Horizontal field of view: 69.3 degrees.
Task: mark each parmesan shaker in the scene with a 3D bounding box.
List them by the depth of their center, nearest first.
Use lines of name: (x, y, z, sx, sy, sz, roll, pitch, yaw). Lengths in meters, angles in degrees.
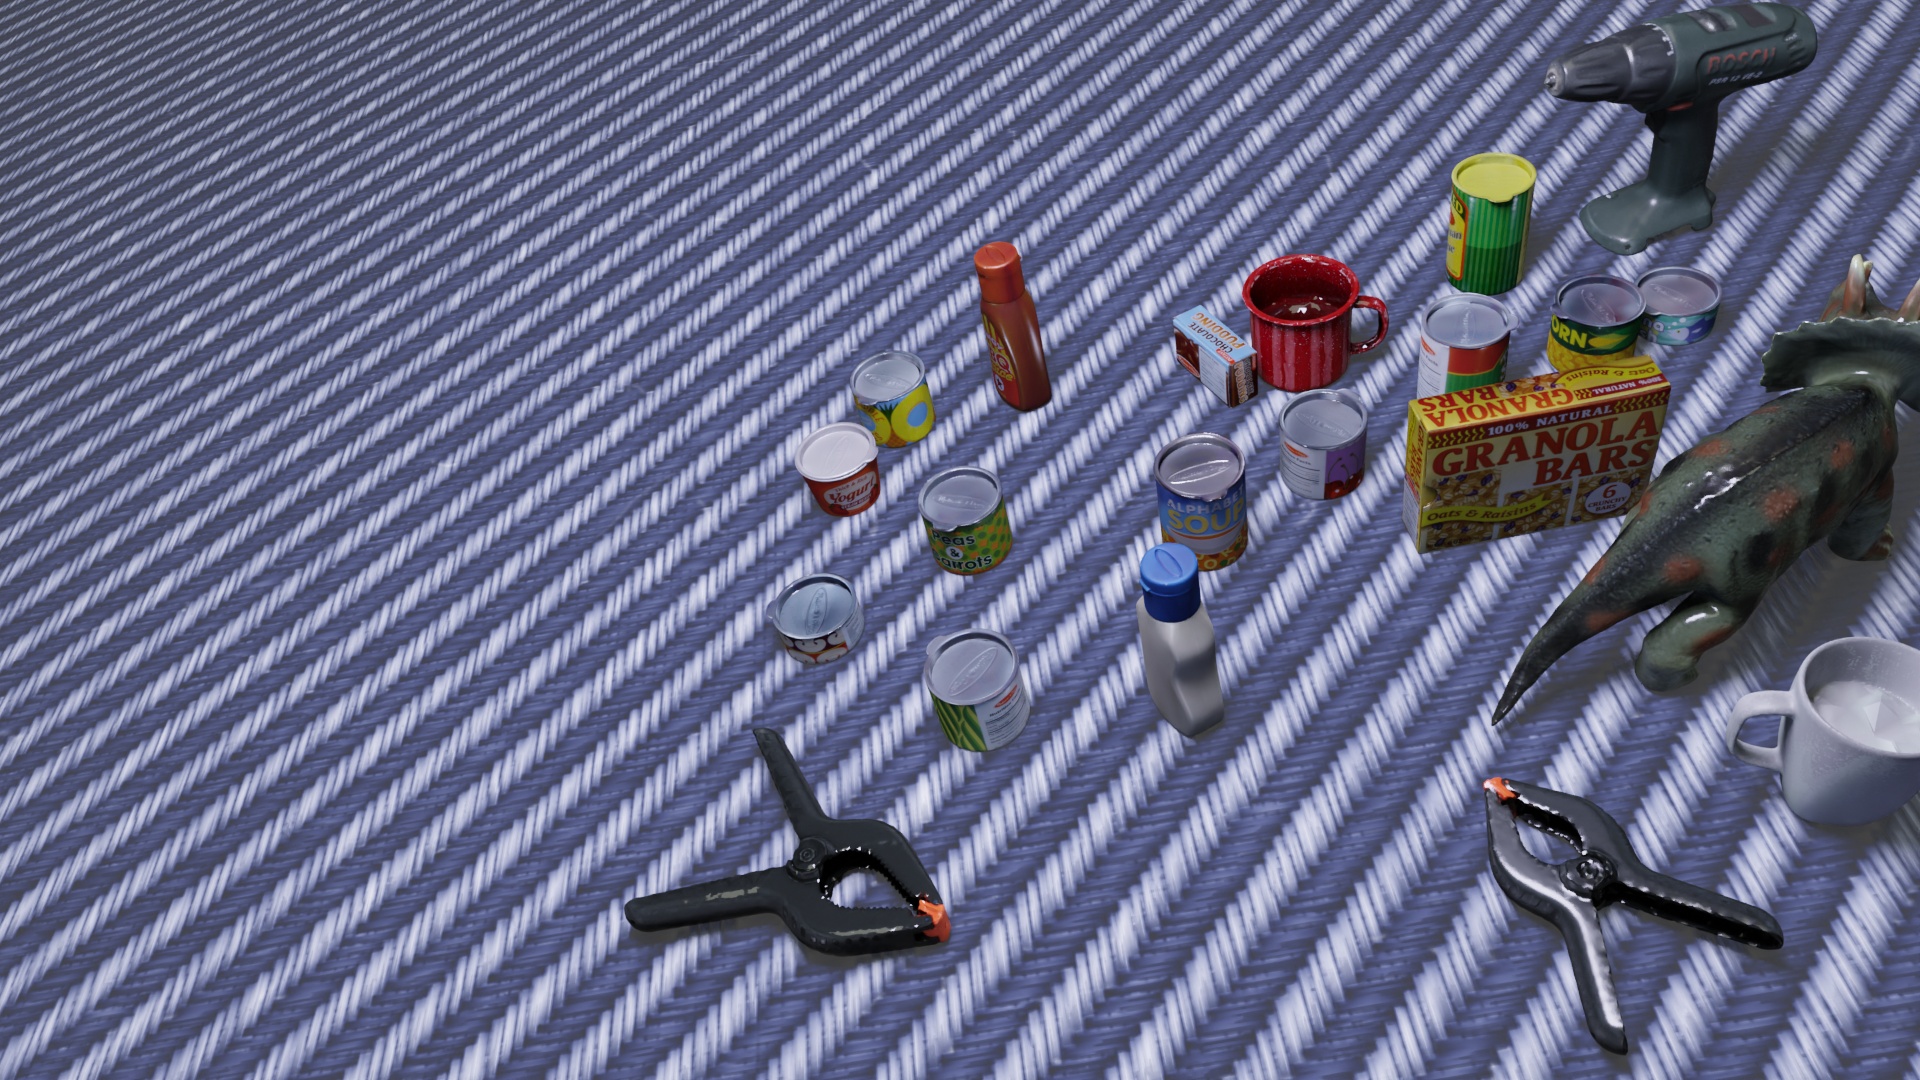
parmesan shaker: (0.451, -0.267, 1.184, 0.071, 0.102, 0.072, -7, 46, 8)

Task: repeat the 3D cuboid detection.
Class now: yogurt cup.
yogurt cup: (-0.099, -0.057, 1.156, 0.072, 0.053, 0.073, -7, 46, 8)

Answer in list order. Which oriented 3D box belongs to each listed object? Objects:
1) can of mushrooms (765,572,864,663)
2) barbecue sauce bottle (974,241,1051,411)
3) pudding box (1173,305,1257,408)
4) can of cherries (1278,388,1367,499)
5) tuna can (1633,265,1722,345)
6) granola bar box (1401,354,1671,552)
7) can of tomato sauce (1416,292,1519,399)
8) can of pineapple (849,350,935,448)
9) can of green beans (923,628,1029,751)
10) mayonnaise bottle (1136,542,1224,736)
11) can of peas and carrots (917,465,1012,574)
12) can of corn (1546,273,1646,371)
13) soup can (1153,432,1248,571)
can of mushrooms: (-0.110, 0.059, 1.062, 0.071, 0.033, 0.071, -7, 46, 7)
barbecue sauce bottle: (0.042, -0.182, 1.173, 0.044, 0.147, 0.065, -27, 47, -11)
pudding box: (0.215, -0.156, 1.175, 0.030, 0.049, 0.084, -27, 47, -12)
can of cherries: (0.282, -0.075, 1.075, 0.071, 0.058, 0.072, -7, 46, 8)
tuna can: (0.577, -0.190, 1.128, 0.071, 0.032, 0.071, -7, 46, 7)
granola bar box: (0.403, -0.059, 0.983, 0.165, 0.123, 0.039, -11, 46, 4)
can of tomato sauce: (0.397, -0.142, 1.092, 0.071, 0.082, 0.071, -7, 46, 8)
can of pineapple: (-0.060, -0.121, 1.205, 0.071, 0.057, 0.071, -7, 46, 8)
can of green beans: (0.012, 0.105, 0.971, 0.071, 0.057, 0.071, -7, 46, 8)
mayonnaise bottle: (0.143, 0.064, 0.914, 0.041, 0.147, 0.065, -26, 46, -10)
can of peas and carrots: (0.004, -0.014, 1.085, 0.071, 0.058, 0.071, -7, 46, 8)
can of corn: (0.504, -0.169, 1.109, 0.071, 0.058, 0.071, -7, 46, 8)
soup can: (0.181, -0.026, 1.035, 0.071, 0.083, 0.072, -7, 46, 8)
